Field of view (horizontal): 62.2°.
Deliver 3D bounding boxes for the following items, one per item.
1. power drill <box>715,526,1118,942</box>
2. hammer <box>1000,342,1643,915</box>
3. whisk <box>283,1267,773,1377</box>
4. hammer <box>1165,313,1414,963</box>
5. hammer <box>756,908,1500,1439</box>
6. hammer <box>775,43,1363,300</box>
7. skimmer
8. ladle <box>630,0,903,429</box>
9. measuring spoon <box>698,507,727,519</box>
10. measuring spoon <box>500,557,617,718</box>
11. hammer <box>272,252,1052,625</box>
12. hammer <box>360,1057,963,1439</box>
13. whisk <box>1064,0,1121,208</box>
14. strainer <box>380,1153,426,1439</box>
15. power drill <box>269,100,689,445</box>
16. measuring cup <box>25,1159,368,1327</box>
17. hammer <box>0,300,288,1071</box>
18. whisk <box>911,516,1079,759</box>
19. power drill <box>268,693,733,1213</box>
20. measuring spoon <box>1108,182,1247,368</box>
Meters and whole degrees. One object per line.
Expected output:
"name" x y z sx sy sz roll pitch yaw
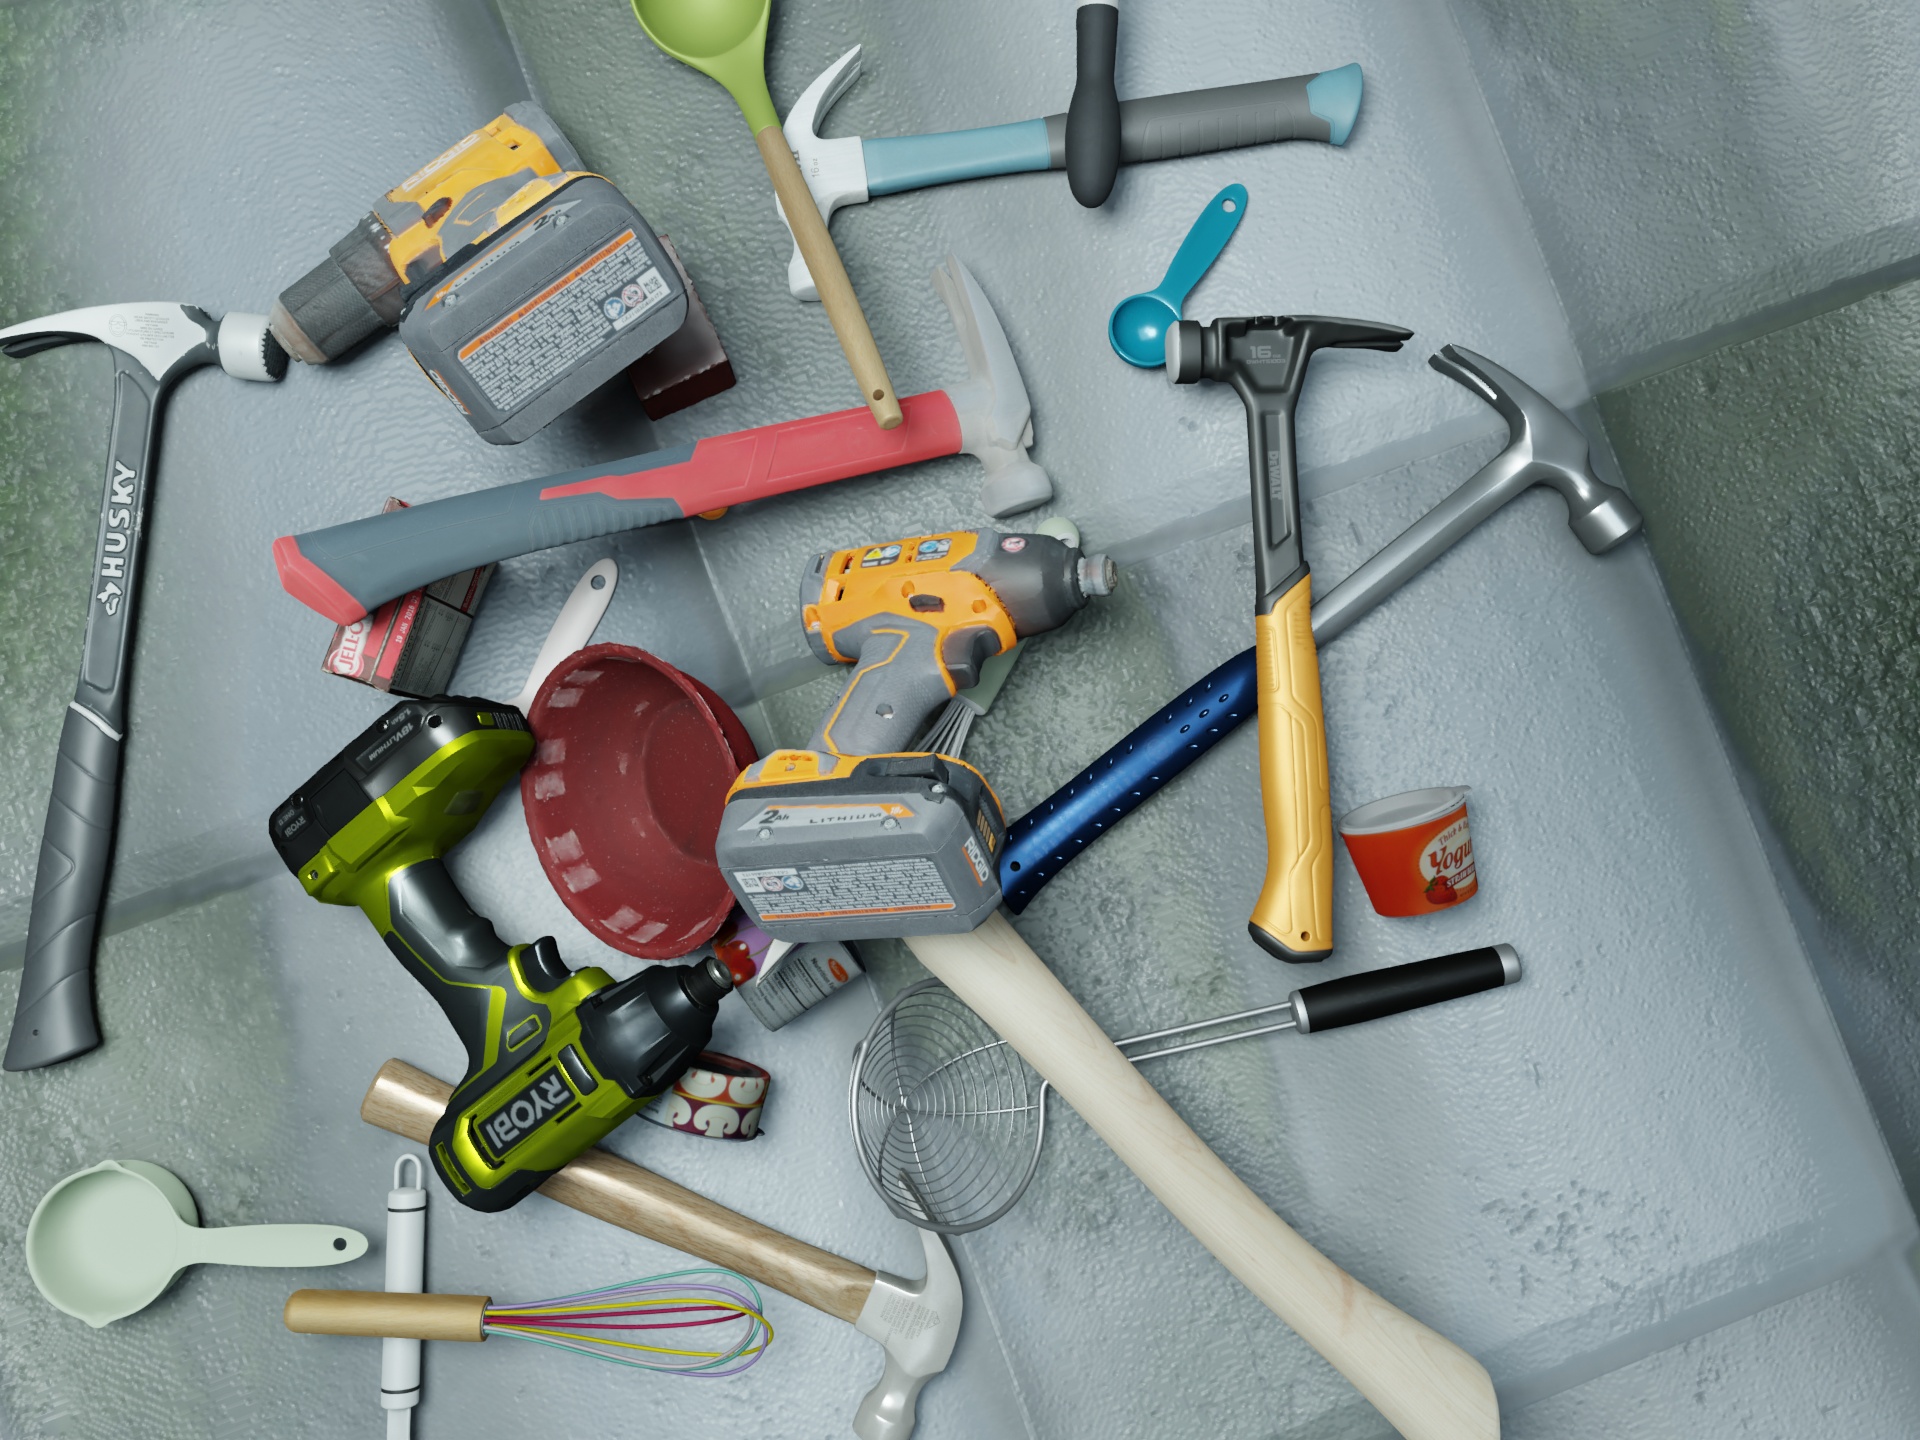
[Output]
"power drill" -0.014 -0.008 0.759 0.164 0.084 0.227 -6 43 20
"hammer" 0.172 -0.042 0.861 0.405 0.035 0.144 -38 89 -4
"whisk" -0.214 0.295 0.790 0.245 0.047 0.051 2 69 2
"hammer" 0.177 -0.044 0.827 0.127 0.034 0.337 -2 87 -2
"hammer" 0.087 0.208 0.762 0.411 0.038 0.146 44 71 6
"hammer" 0.061 -0.319 0.878 0.331 0.033 0.128 -9 88 -3
"skimmer" 0.123 0.167 0.817 0.363 0.090 0.127 -12 84 -3
"ladle" -0.095 -0.288 0.820 0.078 0.062 0.320 -26 71 10
"measuring spoon" -0.184 -0.114 0.867 0.117 0.011 0.021 -5 86 1
"measuring spoon" -0.219 -0.034 0.854 0.034 0.018 0.124 28 85 0
"hammer" -0.140 -0.133 0.786 0.386 0.038 0.143 -18 87 -26
"hammer" -0.153 0.254 0.830 0.331 0.031 0.130 24 86 0
"whisk" 0.073 -0.415 0.841 0.070 0.070 0.284 2 93 -2
"strainer" -0.290 0.355 0.816 0.087 0.050 0.258 -2 83 12
"power drill" -0.246 -0.215 0.782 0.185 0.226 0.084 -37 132 -5
"measuring cup" -0.386 0.265 0.818 0.167 0.038 0.083 2 86 -4
"hammer" -0.458 -0.021 0.836 0.149 0.036 0.409 6 86 -1
"whisk" -0.001 -0.003 0.850 0.057 0.059 0.246 35 80 -36
"power drill" -0.224 0.103 0.784 0.171 0.080 0.223 -38 78 12
"measuring spoon" 0.124 -0.247 0.886 0.042 0.021 0.129 33 76 1
